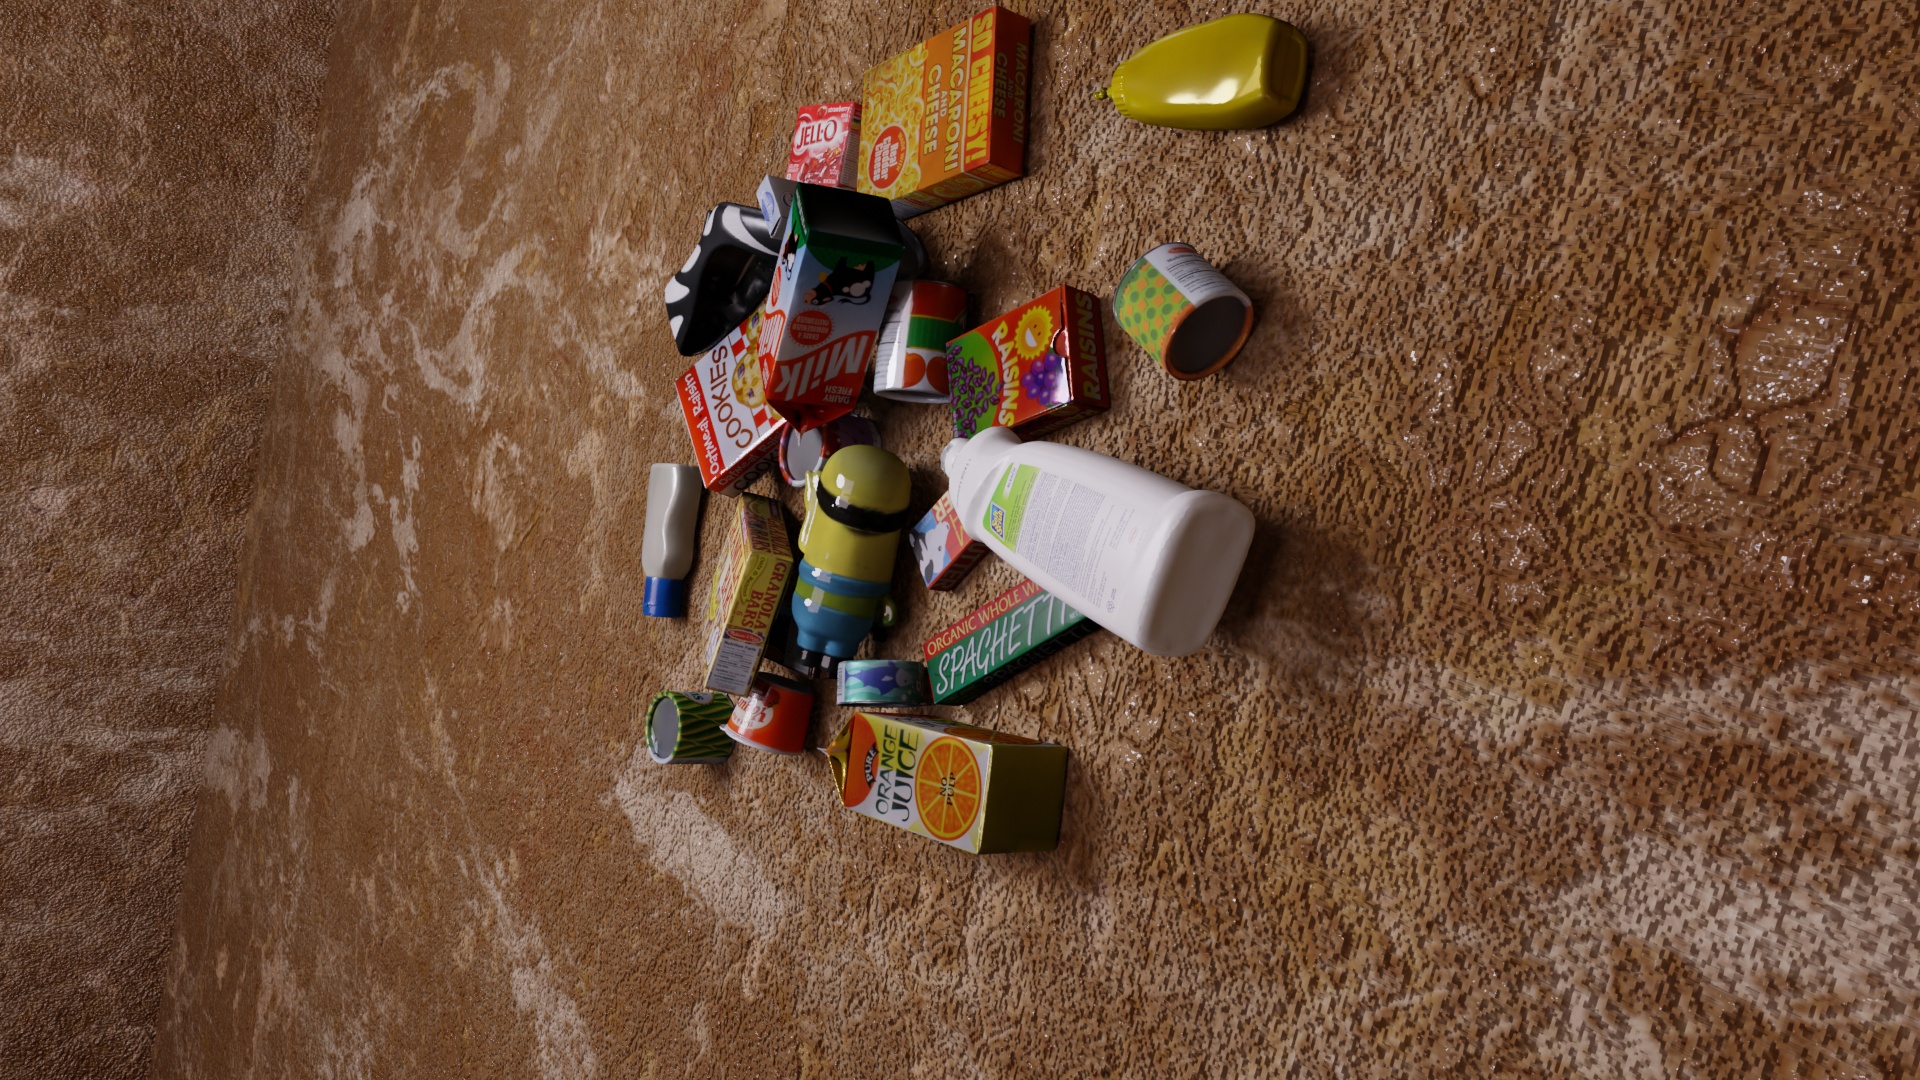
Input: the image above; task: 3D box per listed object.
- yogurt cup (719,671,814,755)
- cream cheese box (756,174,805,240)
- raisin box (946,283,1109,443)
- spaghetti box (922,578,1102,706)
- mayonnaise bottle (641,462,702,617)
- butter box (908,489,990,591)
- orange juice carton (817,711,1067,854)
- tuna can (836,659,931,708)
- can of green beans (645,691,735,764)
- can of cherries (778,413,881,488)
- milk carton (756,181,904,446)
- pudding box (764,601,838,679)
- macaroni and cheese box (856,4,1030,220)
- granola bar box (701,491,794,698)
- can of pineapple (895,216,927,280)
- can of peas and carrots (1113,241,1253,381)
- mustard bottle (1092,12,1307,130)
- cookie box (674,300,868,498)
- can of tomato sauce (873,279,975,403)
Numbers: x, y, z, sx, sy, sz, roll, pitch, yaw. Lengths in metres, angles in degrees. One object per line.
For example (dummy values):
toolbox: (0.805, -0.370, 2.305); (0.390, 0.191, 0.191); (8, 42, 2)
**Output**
yogurt cup: (-0.155, 0.143, 1.154); (0.072, 0.072, 0.054); (21, 92, 49)
cream cheese box: (-0.112, -0.265, 1.138); (0.024, 0.104, 0.053); (-53, 46, 40)
raisin box: (0.045, -0.117, 0.978); (0.123, 0.040, 0.086); (-19, 69, 46)
spaghetti box: (0.061, 0.047, 0.939); (0.249, 0.029, 0.050); (-35, 58, 41)
mayonnaise bottle: (-0.282, 0.000, 1.345); (0.064, 0.041, 0.148); (4, 88, 52)
butter box: (0.004, -0.013, 1.021); (0.103, 0.024, 0.053); (-47, 51, 35)
orange juice carton: (-0.019, 0.164, 0.981); (0.192, 0.072, 0.073); (5, 87, 50)
tuna can: (-0.057, 0.108, 1.043); (0.071, 0.071, 0.033); (-11, 75, 49)
can of green beans: (-0.245, 0.170, 1.258); (0.071, 0.058, 0.071); (-11, 76, 49)
can of cherries: (-0.108, -0.074, 1.136); (0.071, 0.058, 0.071); (-10, 77, 49)
milk carton: (-0.106, -0.166, 1.055); (0.073, 0.073, 0.189); (-106, 29, -45)
pudding box: (-0.131, 0.083, 1.160); (0.084, 0.030, 0.049); (15, 97, 50)
macaroni and cheese box: (-0.015, -0.328, 1.083); (0.166, 0.040, 0.124); (-4, 81, 50)
granola bar box: (-0.181, 0.042, 1.169); (0.166, 0.039, 0.124); (-121, 49, -68)
can of pineapple: (-0.071, -0.222, 1.109); (0.057, 0.071, 0.071); (-42, 54, 38)
can of peas and carrots: (0.136, -0.138, 0.853); (0.070, 0.071, 0.059); (-59, 46, 26)
mustard bottle: (0.144, -0.292, 0.882); (0.160, 0.049, 0.065); (14, 95, 51)
cookie box: (-0.167, -0.133, 1.202); (0.167, 0.040, 0.123); (-36, 57, 23)
can of tomato sauce: (-0.028, -0.149, 1.051); (0.071, 0.071, 0.083); (2, 86, 50)
